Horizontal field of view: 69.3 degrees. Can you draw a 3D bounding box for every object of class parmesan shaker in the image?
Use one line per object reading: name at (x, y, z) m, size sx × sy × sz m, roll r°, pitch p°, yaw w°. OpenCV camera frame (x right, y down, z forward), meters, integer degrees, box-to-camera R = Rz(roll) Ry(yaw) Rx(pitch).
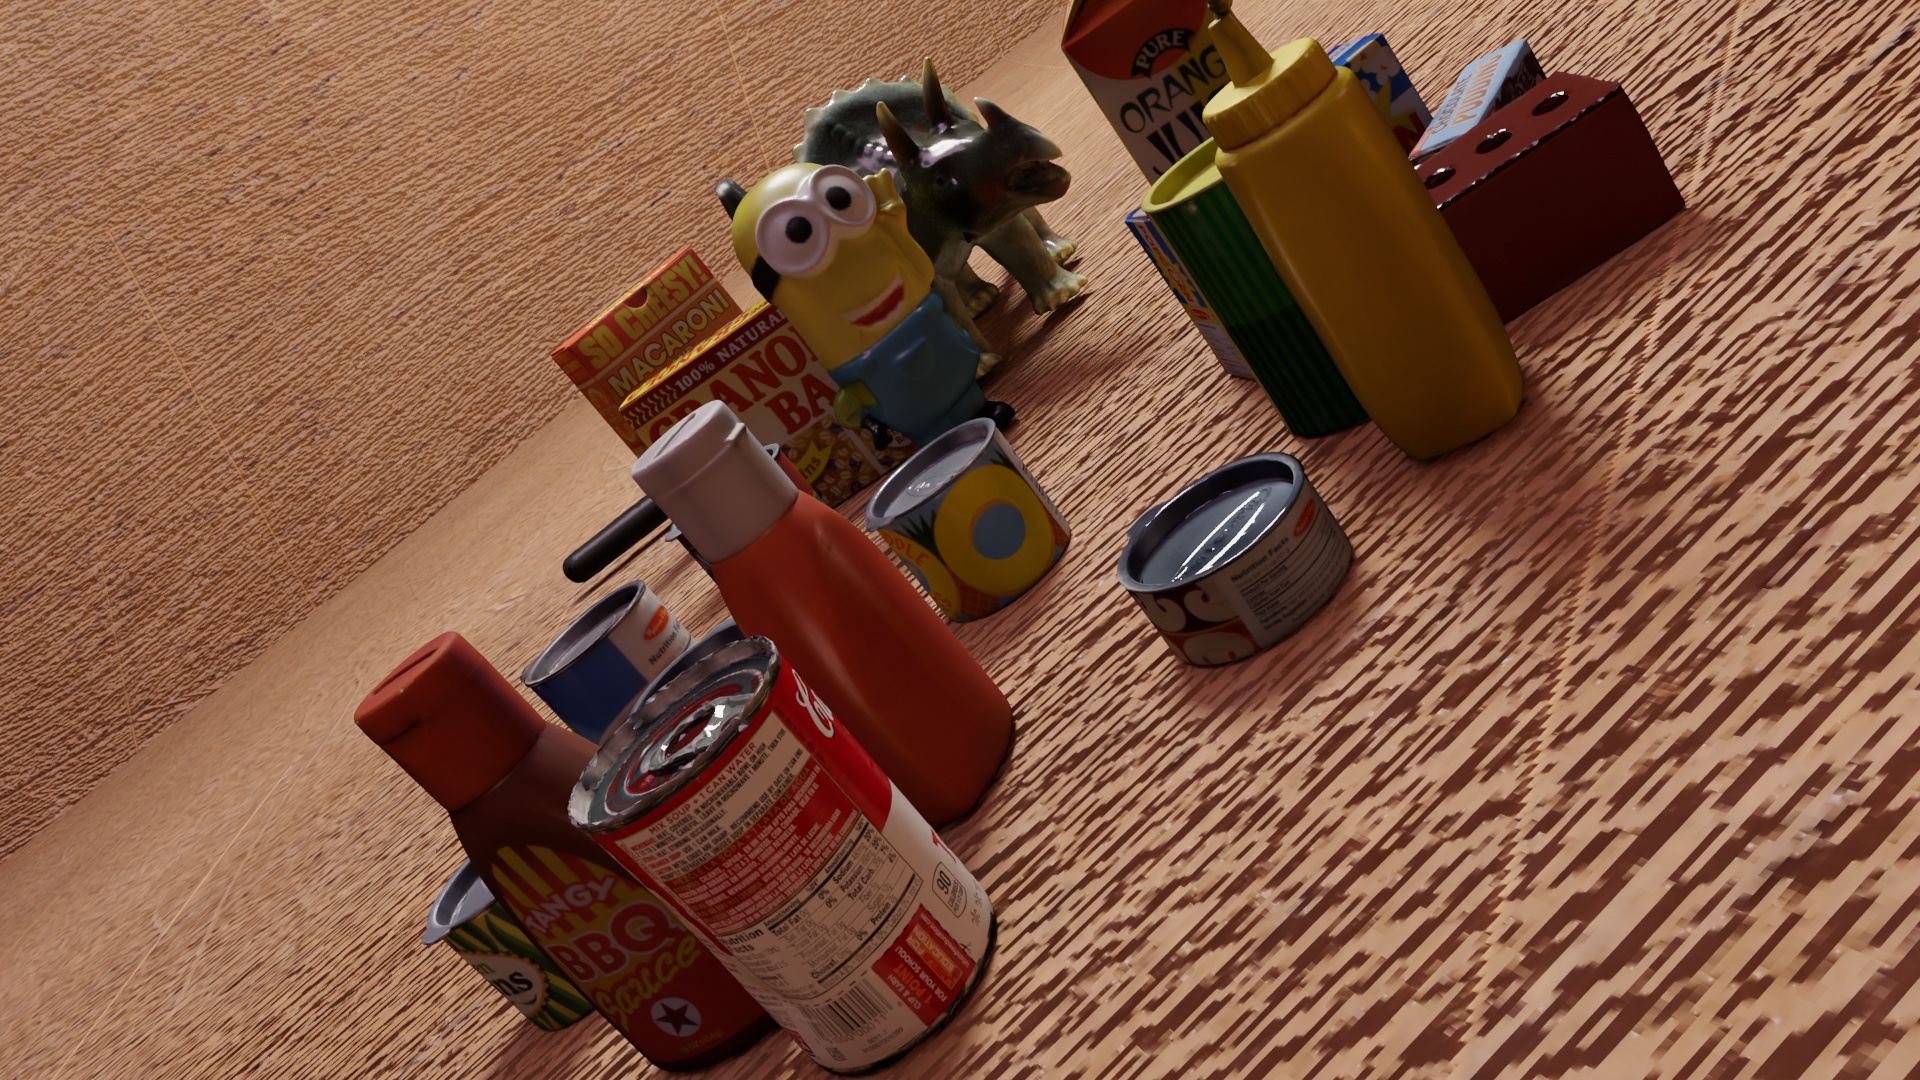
parmesan shaker at (0.122, -0.098, 0.500) m, size 0.071 × 0.103 × 0.071 m, roll -34°, pitch 19°, yaw 13°

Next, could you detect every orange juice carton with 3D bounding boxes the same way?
orange juice carton at (0.106, -0.212, 0.657) m, size 0.073 × 0.192 × 0.072 m, roll -32°, pitch 19°, yaw 19°

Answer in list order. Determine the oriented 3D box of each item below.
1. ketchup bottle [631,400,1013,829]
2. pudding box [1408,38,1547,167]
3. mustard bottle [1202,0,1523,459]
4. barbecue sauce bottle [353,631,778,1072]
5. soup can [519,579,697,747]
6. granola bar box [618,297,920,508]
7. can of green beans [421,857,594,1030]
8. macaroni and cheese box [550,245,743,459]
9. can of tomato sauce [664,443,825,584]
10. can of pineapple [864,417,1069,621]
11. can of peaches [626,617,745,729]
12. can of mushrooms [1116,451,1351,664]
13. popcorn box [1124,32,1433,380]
ketchup bottle at (-0.043, 0.023, 0.445) m, size 0.043 × 0.148 × 0.065 m, roll -27°, pitch 21°, yaw 30°
pudding box at (0.213, -0.158, 0.555) m, size 0.030 × 0.049 × 0.084 m, roll -17°, pitch 28°, yaw 48°
mustard bottle at (0.116, -0.101, 0.425) m, size 0.048 × 0.160 × 0.066 m, roll -29°, pitch 20°, yaw 27°
barbecue sauce bottle at (-0.111, 0.091, 0.410) m, size 0.064 × 0.148 × 0.044 m, roll -31°, pitch 20°, yaw 22°
soup can at (-0.141, 0.071, 0.615) m, size 0.071 × 0.083 × 0.071 m, roll -34°, pitch 19°, yaw 13°
granola bar box at (-0.102, -0.079, 0.834) m, size 0.165 × 0.124 × 0.039 m, roll -32°, pitch 19°, yaw 18°
can of green beans at (-0.153, 0.138, 0.519) m, size 0.071 × 0.057 × 0.071 m, roll -34°, pitch 19°, yaw 13°
macaroni and cheese box at (-0.187, -0.107, 0.991) m, size 0.124 × 0.166 × 0.040 m, roll -48°, pitch 21°, yaw -28°
can of tomato sauce at (-0.090, 0.007, 0.674) m, size 0.071 × 0.083 × 0.071 m, roll -34°, pitch 19°, yaw 13°
can of pineapple at (0.002, -0.007, 0.577) m, size 0.071 × 0.057 × 0.071 m, roll -34°, pitch 19°, yaw 13°
can of peaches at (-0.088, 0.072, 0.554) m, size 0.071 × 0.058 × 0.071 m, roll -34°, pitch 19°, yaw 13°
can of mushrooms at (0.084, 0.005, 0.434) m, size 0.071 × 0.033 × 0.071 m, roll -34°, pitch 19°, yaw 13°
popcorn box at (0.144, -0.139, 0.584) m, size 0.127 × 0.085 × 0.038 m, roll -40°, pitch 18°, yaw -6°
